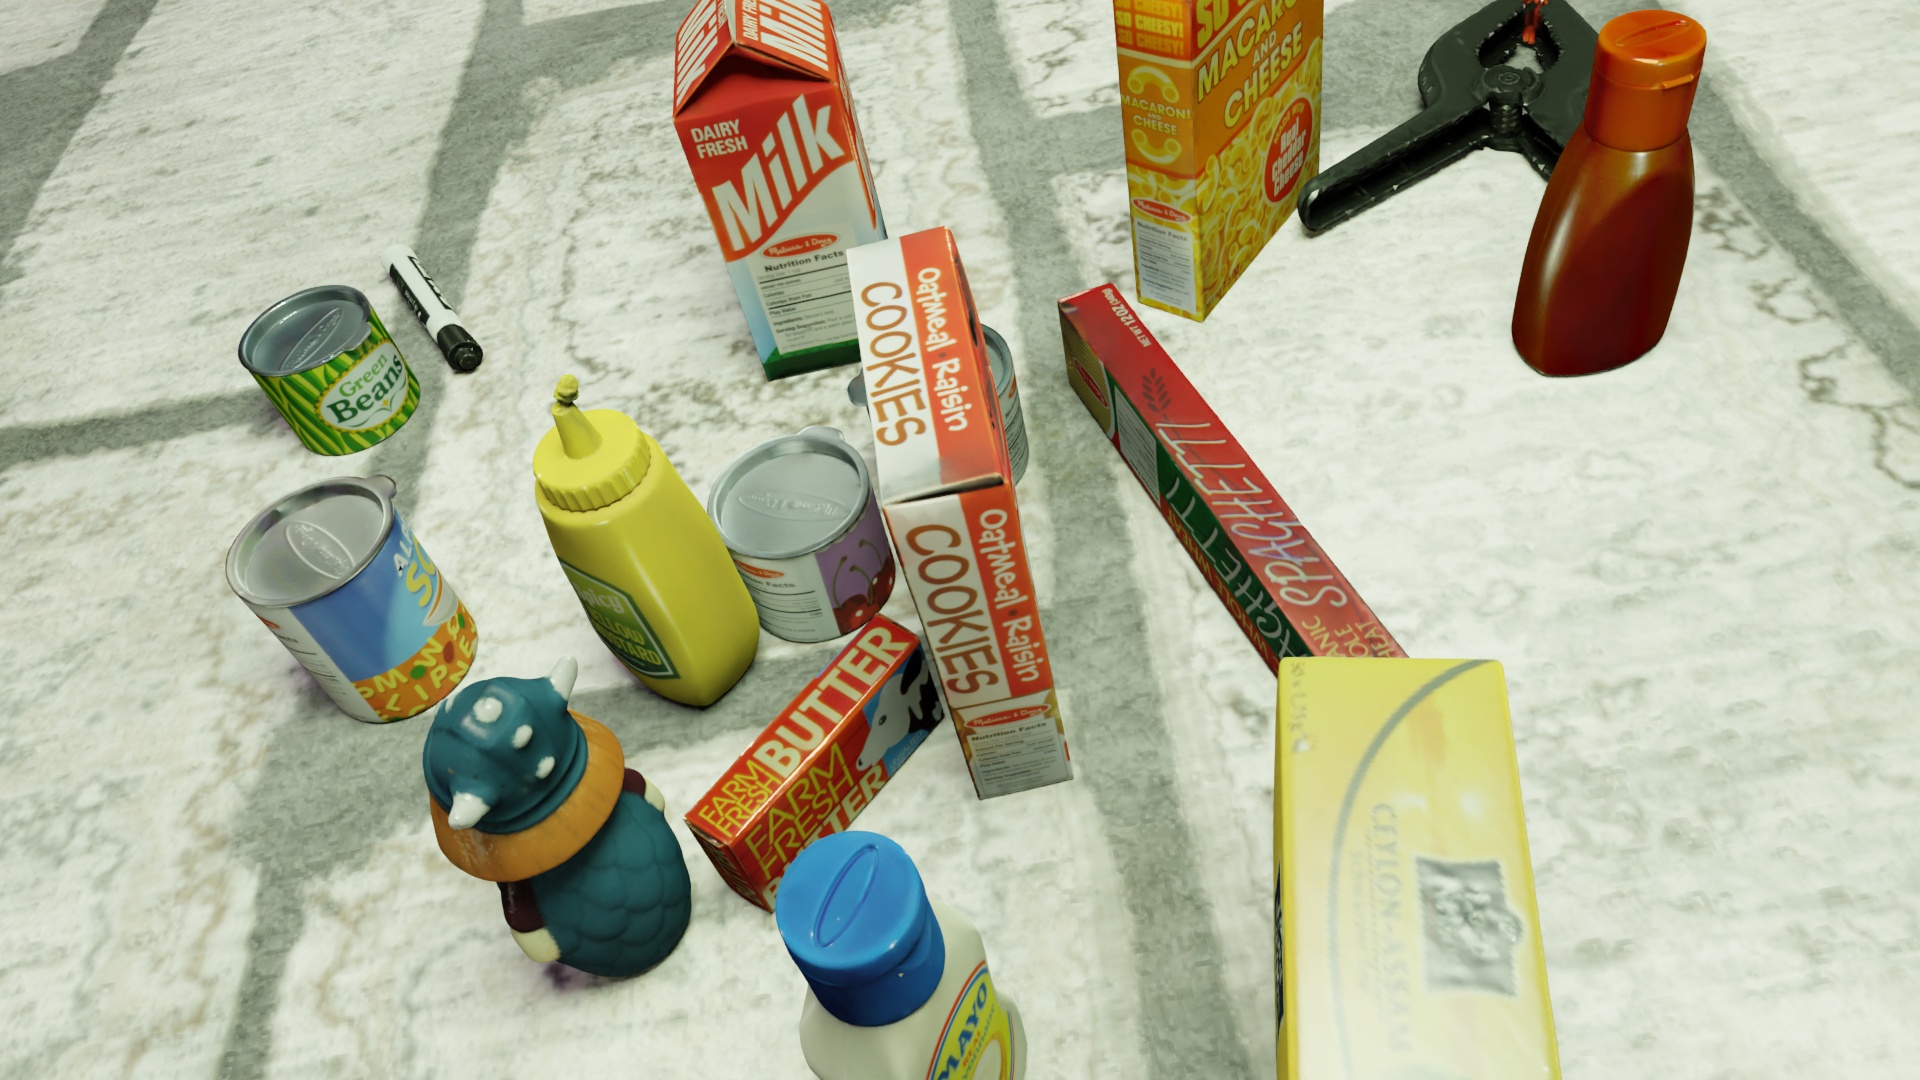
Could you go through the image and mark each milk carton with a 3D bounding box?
[{"bbox_3d":[-0.080,-0.172,0.633,0.073,0.189,0.073,-12,48,2],"label":"milk carton"}]

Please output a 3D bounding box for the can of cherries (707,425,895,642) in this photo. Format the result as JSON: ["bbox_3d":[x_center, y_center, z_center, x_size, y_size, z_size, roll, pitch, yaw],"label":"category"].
[{"bbox_3d":[-0.062,-0.003,0.571,0.071,0.058,0.072,-6,49,7],"label":"can of cherries"}]

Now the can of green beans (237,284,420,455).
[{"bbox_3d":[-0.316,-0.085,0.698,0.071,0.057,0.071,-6,49,7],"label":"can of green beans"}]

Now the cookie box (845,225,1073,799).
[{"bbox_3d":[0.002,-0.006,0.488,0.040,0.166,0.123,-13,48,2],"label":"cookie box"}]

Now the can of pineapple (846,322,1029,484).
[{"bbox_3d":[-0.008,-0.054,0.604,0.071,0.057,0.071,-6,49,7],"label":"can of pineapple"}]

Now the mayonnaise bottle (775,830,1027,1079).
[{"bbox_3d":[-0.015,0.132,0.385,0.041,0.147,0.065,14,54,23],"label":"mayonnaise bottle"}]

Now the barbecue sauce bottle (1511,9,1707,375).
[{"bbox_3d":[0.262,-0.135,0.554,0.065,0.147,0.044,-17,48,-3],"label":"barbecue sauce bottle"}]

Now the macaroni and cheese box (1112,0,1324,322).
[{"bbox_3d":[0.121,-0.203,0.632,0.040,0.165,0.124,23,58,29],"label":"macaroni and cheese box"}]

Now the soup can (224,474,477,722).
[{"bbox_3d":[-0.244,0.024,0.571,0.071,0.083,0.072,-6,49,7],"label":"soup can"}]

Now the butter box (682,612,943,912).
[{"bbox_3d":[-0.049,0.080,0.501,0.024,0.053,0.104,27,60,31],"label":"butter box"}]

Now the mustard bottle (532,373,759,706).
[{"bbox_3d":[-0.123,-0.001,0.516,0.065,0.159,0.049,22,58,28],"label":"mustard bottle"}]

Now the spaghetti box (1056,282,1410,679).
[{"bbox_3d":[0.103,-0.012,0.549,0.029,0.050,0.251,-23,49,-7],"label":"spaghetti box"}]
